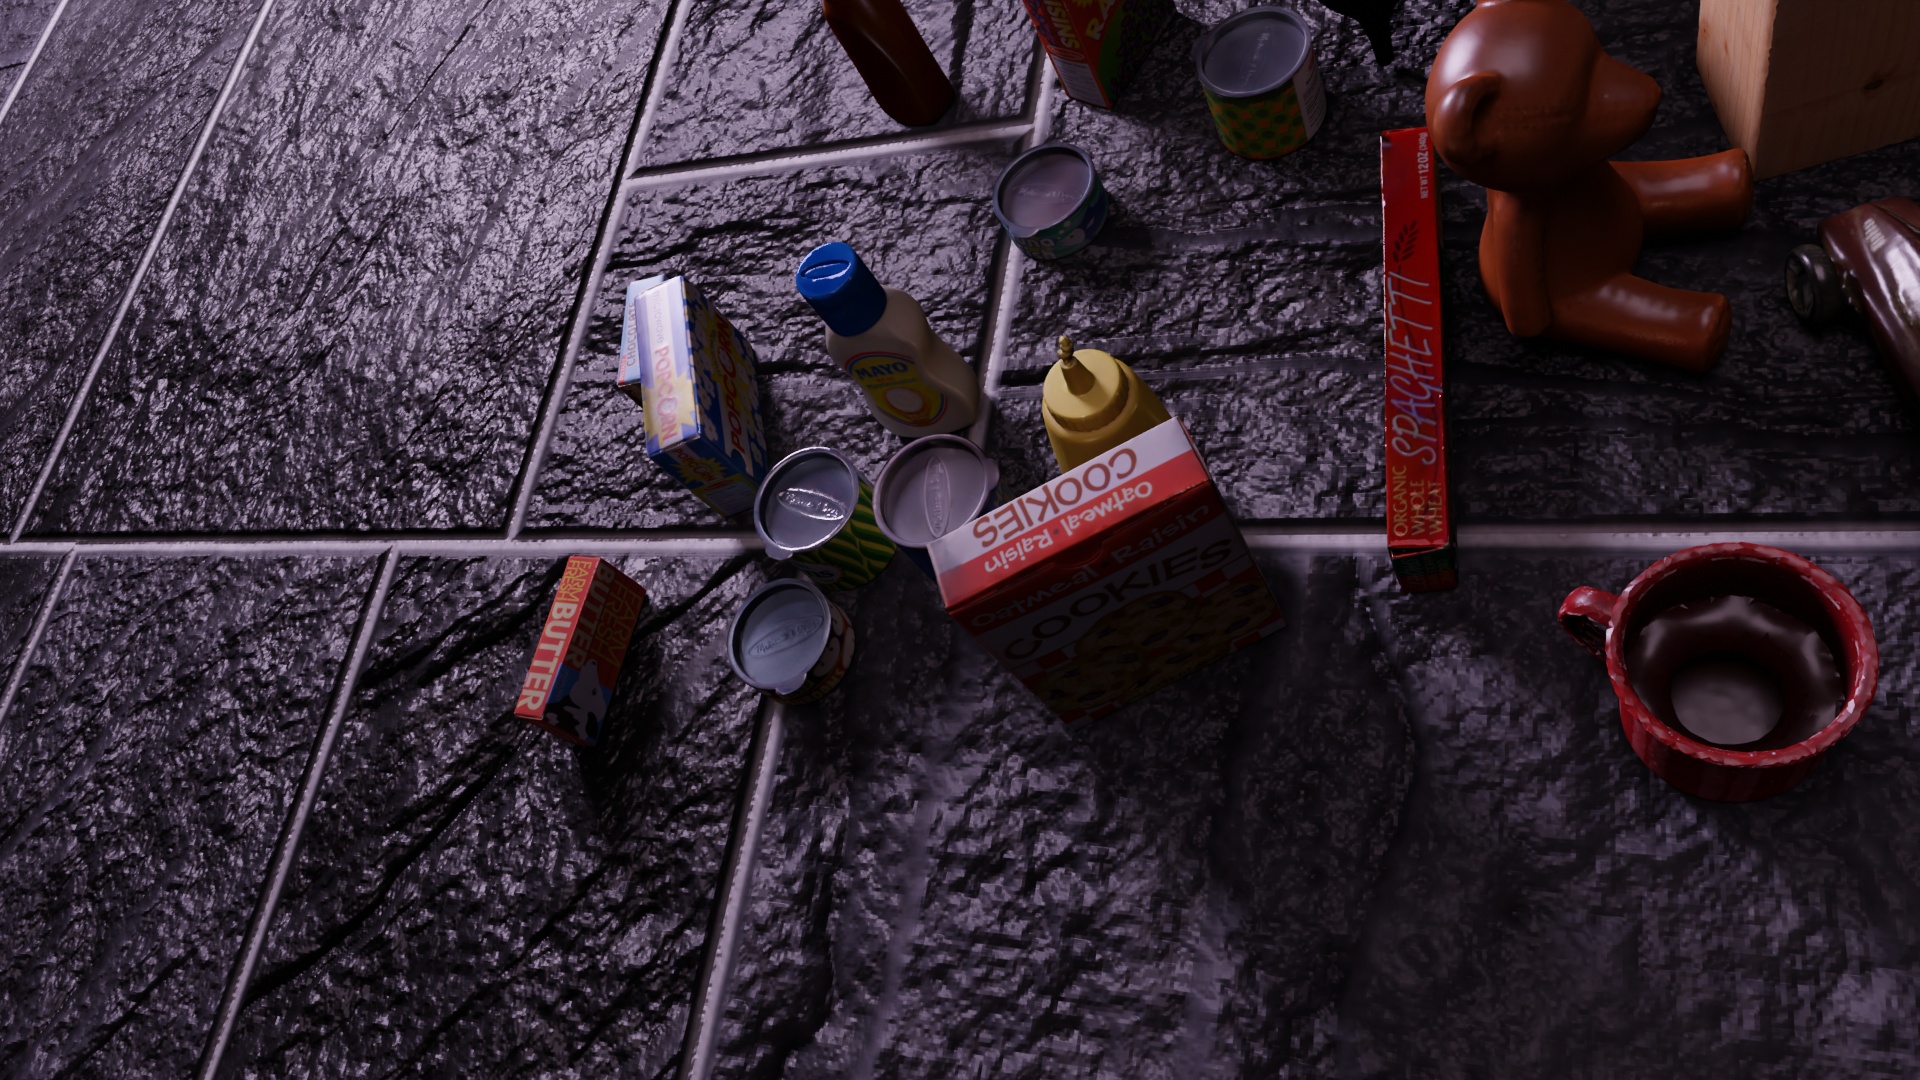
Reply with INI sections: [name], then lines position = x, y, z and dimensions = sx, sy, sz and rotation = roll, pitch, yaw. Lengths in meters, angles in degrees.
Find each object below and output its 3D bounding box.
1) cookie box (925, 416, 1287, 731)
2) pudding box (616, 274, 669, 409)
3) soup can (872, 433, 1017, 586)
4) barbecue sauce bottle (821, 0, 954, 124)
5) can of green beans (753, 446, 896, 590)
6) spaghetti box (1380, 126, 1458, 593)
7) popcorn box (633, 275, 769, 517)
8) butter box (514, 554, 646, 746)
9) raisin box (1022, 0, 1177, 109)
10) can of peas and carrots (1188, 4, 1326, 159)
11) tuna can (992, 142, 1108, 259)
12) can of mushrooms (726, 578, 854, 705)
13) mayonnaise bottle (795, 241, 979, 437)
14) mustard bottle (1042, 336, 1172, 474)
[cookie box]
position = 0.074, 0.023, 0.644
dimensions = 0.123, 0.167, 0.040
rotation = -28, 57, 10
[pudding box]
position = -0.198, -0.127, 0.916
dimensions = 0.030, 0.049, 0.084
rotation = -11, 61, 19
[soup can]
position = 0.003, -0.009, 0.744
dimensions = 0.071, 0.083, 0.071
rotation = -10, 61, 20
[barbecue sauce bottle]
position = -0.058, -0.335, 0.898
dimensions = 0.065, 0.148, 0.044
rotation = 33, 82, 33
[can of green beans]
position = -0.076, -0.011, 0.796
dimensions = 0.071, 0.057, 0.071
rotation = -10, 61, 20
[spaghetti box]
position = 0.231, -0.096, 0.704
dimensions = 0.028, 0.050, 0.251
rotation = -4, 63, 23
[popcorn box]
position = -0.158, -0.089, 0.856
dimensions = 0.038, 0.085, 0.127
rotation = -21, 58, 14
[butter box]
position = -0.225, 0.065, 0.828
dimensions = 0.024, 0.053, 0.104
rotation = 3, 66, 26
[raisin box]
position = 0.082, -0.340, 0.852
dimensions = 0.040, 0.123, 0.086
rotation = 29, 80, 33
[can of peas and carrots]
position = 0.174, -0.266, 0.812
dimensions = 0.071, 0.058, 0.071
rotation = -10, 61, 20
[tuna can]
position = 0.055, -0.206, 0.851
dimensions = 0.071, 0.032, 0.071
rotation = -10, 61, 20
[can of mushrooms]
position = -0.095, 0.060, 0.783
dimensions = 0.071, 0.033, 0.071
rotation = -10, 61, 20
[mayonnaise bottle]
position = -0.042, -0.109, 0.776
dimensions = 0.064, 0.147, 0.041
rotation = -7, 63, 22
[mustard bottle]
position = 0.074, -0.052, 0.687
dimensions = 0.065, 0.160, 0.049
rotation = -27, 57, 10
